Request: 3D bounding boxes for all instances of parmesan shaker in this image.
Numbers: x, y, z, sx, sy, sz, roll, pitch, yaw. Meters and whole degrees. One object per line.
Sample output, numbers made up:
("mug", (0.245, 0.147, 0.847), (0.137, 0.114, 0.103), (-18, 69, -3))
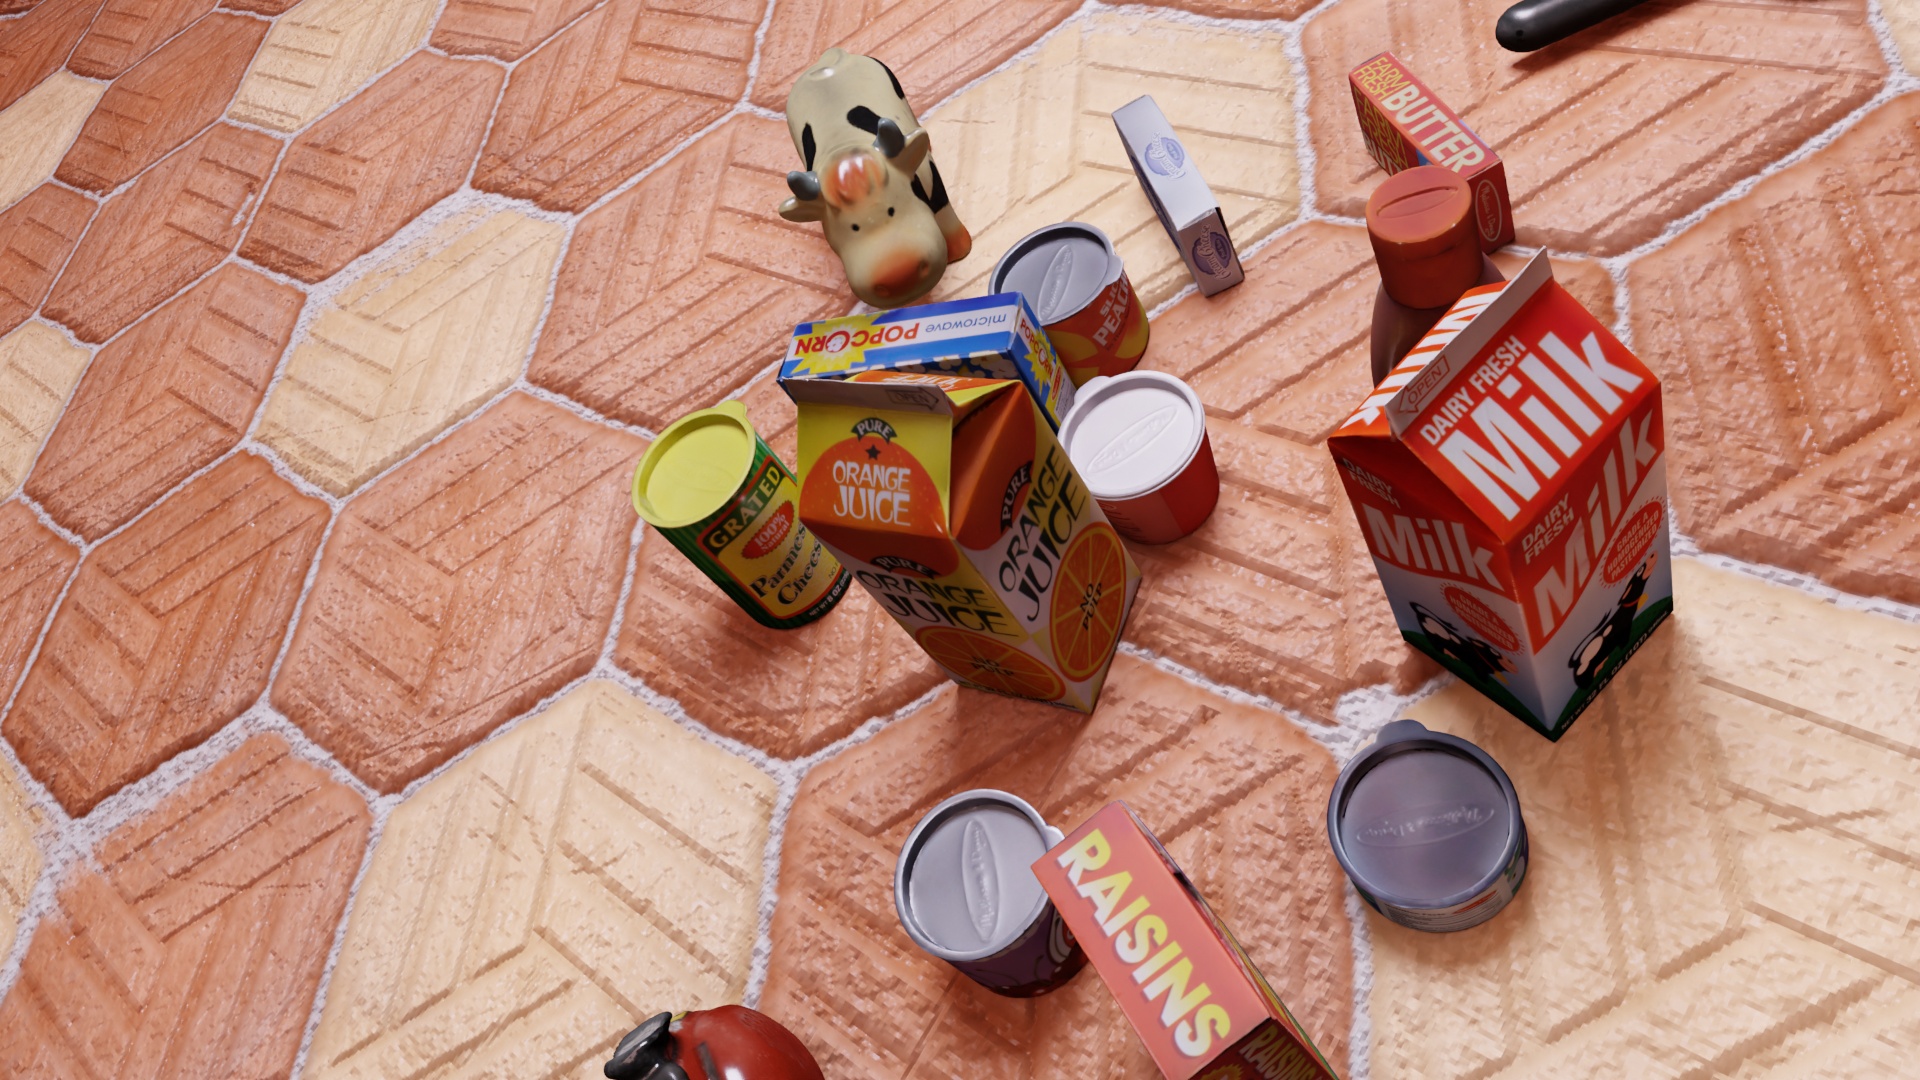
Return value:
("parmesan shaker", (-0.101, -0.010, 0.675), (0.071, 0.102, 0.071), (-14, 53, 20))

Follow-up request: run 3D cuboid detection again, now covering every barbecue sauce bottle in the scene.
("barbecue sauce bottle", (0.189, -0.081, 0.541), (0.065, 0.148, 0.044), (-14, 53, 20))

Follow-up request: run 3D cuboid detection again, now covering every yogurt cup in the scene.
("yogurt cup", (0.084, -0.034, 0.627), (0.072, 0.053, 0.073), (-14, 53, 19))

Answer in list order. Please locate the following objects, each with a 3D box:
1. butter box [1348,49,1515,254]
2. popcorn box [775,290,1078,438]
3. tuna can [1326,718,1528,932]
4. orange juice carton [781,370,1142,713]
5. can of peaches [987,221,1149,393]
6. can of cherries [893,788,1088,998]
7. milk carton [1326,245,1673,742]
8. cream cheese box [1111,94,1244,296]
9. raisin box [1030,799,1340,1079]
("butter box", (0.221, -0.183, 0.656), (0.024, 0.053, 0.104), (-29, 50, 8))
("popcorn box", (-0.013, -0.074, 0.685), (0.126, 0.085, 0.038), (-4, 57, 26))
("tuna can", (0.168, 0.103, 0.502), (0.071, 0.032, 0.071), (-14, 53, 19))
("orange juice carton", (0.002, -0.007, 0.560), (0.072, 0.192, 0.073), (8, 63, 32))
("can of peaches", (0.057, -0.115, 0.693), (0.071, 0.058, 0.071), (-14, 53, 19))
("can of cherries", (0.018, 0.138, 0.540), (0.071, 0.058, 0.072), (-14, 53, 19))
("milk carton", (0.184, -0.014, 0.469), (0.072, 0.190, 0.073), (-45, 50, -6))
("cream cheese box", (0.111, -0.177, 0.710), (0.024, 0.053, 0.104), (-27, 50, 10))
("raisin box", (0.079, 0.148, 0.458), (0.040, 0.123, 0.086), (-37, 49, 1))
